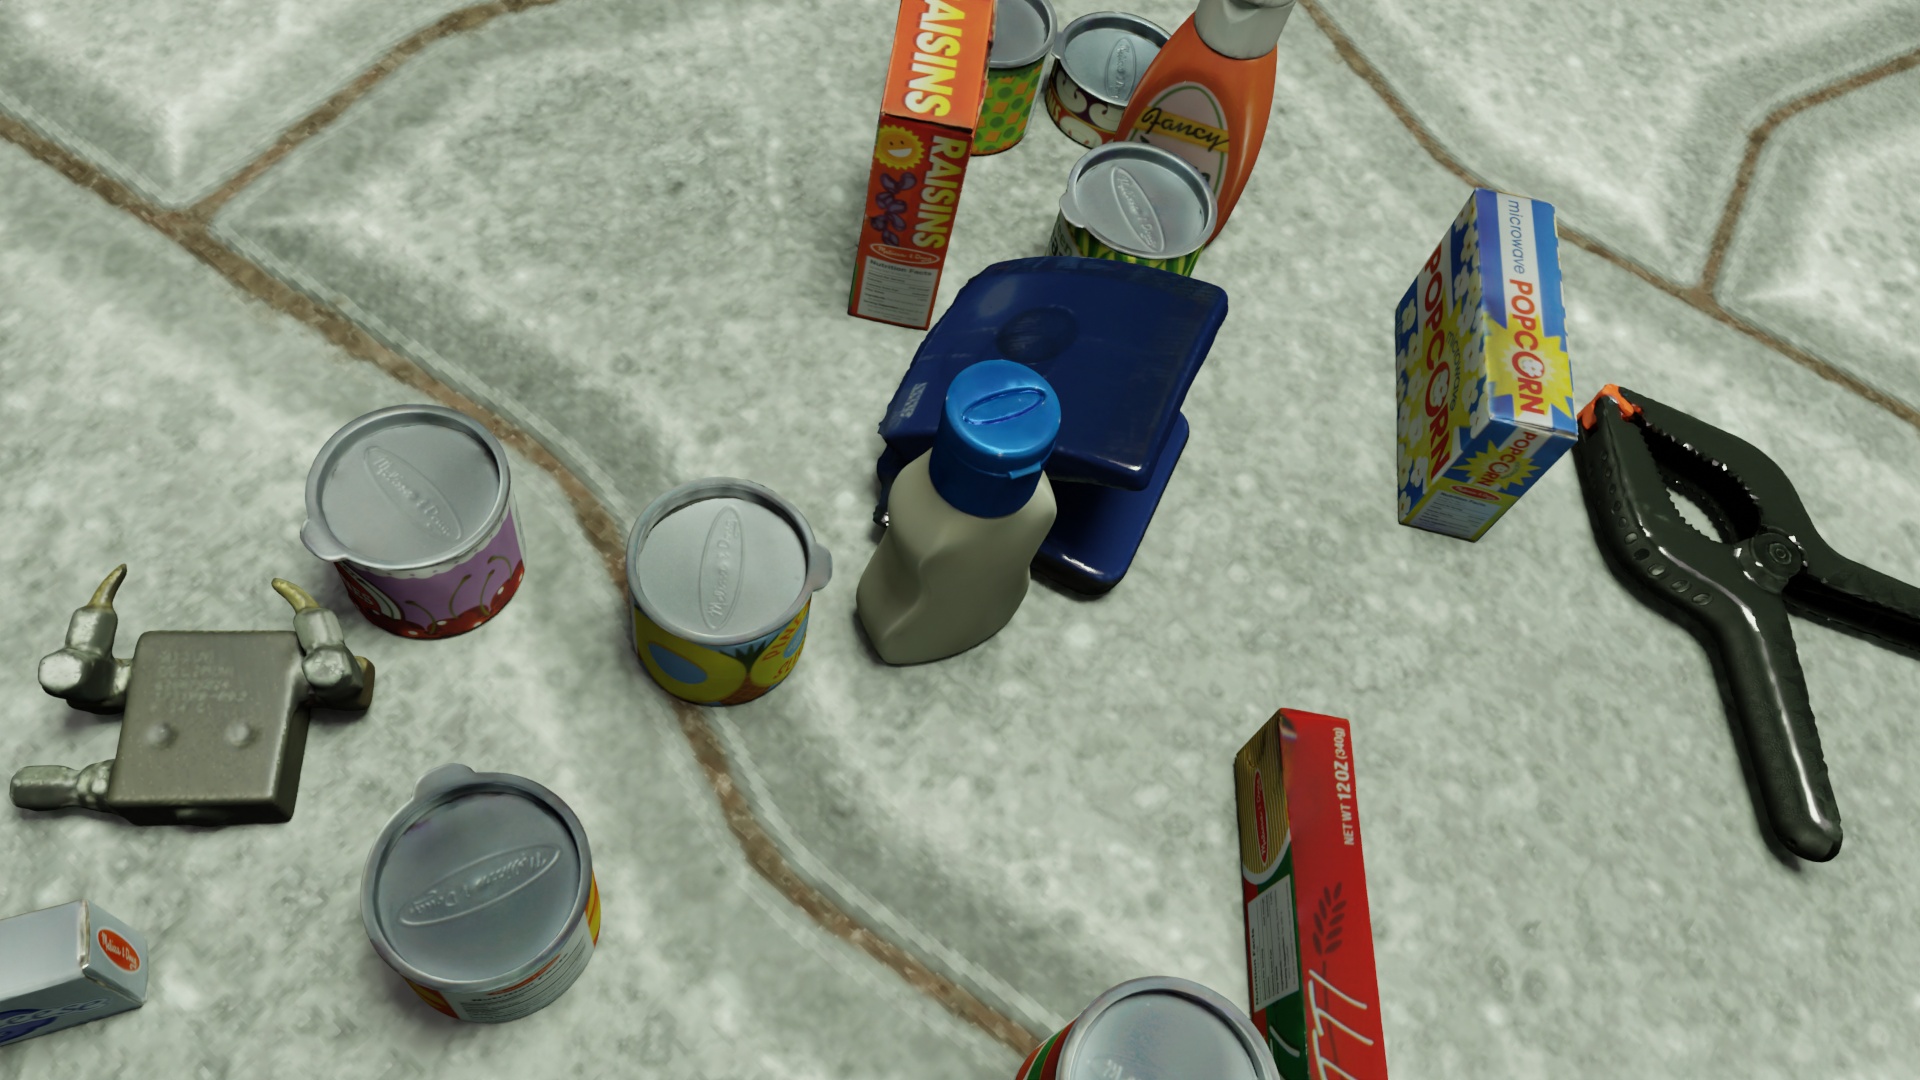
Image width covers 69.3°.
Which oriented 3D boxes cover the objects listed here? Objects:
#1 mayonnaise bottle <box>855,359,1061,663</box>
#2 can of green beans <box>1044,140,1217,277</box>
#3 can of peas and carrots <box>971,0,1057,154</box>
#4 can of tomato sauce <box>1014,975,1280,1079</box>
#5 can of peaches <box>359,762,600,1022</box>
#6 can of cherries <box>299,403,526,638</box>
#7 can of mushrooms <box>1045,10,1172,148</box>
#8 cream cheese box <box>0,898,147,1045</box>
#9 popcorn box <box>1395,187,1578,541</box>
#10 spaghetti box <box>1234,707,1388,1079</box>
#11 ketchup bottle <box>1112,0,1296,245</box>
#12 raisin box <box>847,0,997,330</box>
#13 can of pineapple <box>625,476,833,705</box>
[{"bbox_3d":[0.002,-0.006,0.481,0.065,0.147,0.041,-19,66,-20],"label":"mayonnaise bottle"},{"bbox_3d":[0.074,-0.133,0.619,0.071,0.057,0.071,5,60,-8],"label":"can of green beans"},{"bbox_3d":[0.005,-0.227,0.658,0.071,0.058,0.071,5,60,-8],"label":"can of peas and carrots"},{"bbox_3d":[0.052,0.178,0.425,0.071,0.082,0.071,5,61,-8],"label":"can of tomato sauce"},{"bbox_3d":[-0.149,0.112,0.439,0.071,0.057,0.071,5,60,-8],"label":"can of peaches"},{"bbox_3d":[-0.194,-0.005,0.495,0.071,0.058,0.072,5,60,-8],"label":"can of cherries"},{"bbox_3d":[0.074,-0.227,0.685,0.071,0.033,0.071,5,60,-8],"label":"can of mushrooms"},{"bbox_3d":[-0.299,0.134,0.401,0.104,0.053,0.024,-12,64,-17],"label":"cream cheese box"},{"bbox_3d":[0.223,-0.076,0.599,0.038,0.084,0.127,12,60,-4],"label":"popcorn box"},{"bbox_3d":[0.117,0.181,0.455,0.029,0.050,0.251,6,60,-7],"label":"spaghetti box"},{"bbox_3d":[0.108,-0.195,0.607,0.065,0.148,0.044,30,60,6],"label":"ketchup bottle"},{"bbox_3d":[-0.017,-0.159,0.578,0.040,0.122,0.086,11,60,-5],"label":"raisin box"},{"bbox_3d":[-0.085,0.020,0.502,0.071,0.057,0.071,5,60,-8],"label":"can of pineapple"}]
